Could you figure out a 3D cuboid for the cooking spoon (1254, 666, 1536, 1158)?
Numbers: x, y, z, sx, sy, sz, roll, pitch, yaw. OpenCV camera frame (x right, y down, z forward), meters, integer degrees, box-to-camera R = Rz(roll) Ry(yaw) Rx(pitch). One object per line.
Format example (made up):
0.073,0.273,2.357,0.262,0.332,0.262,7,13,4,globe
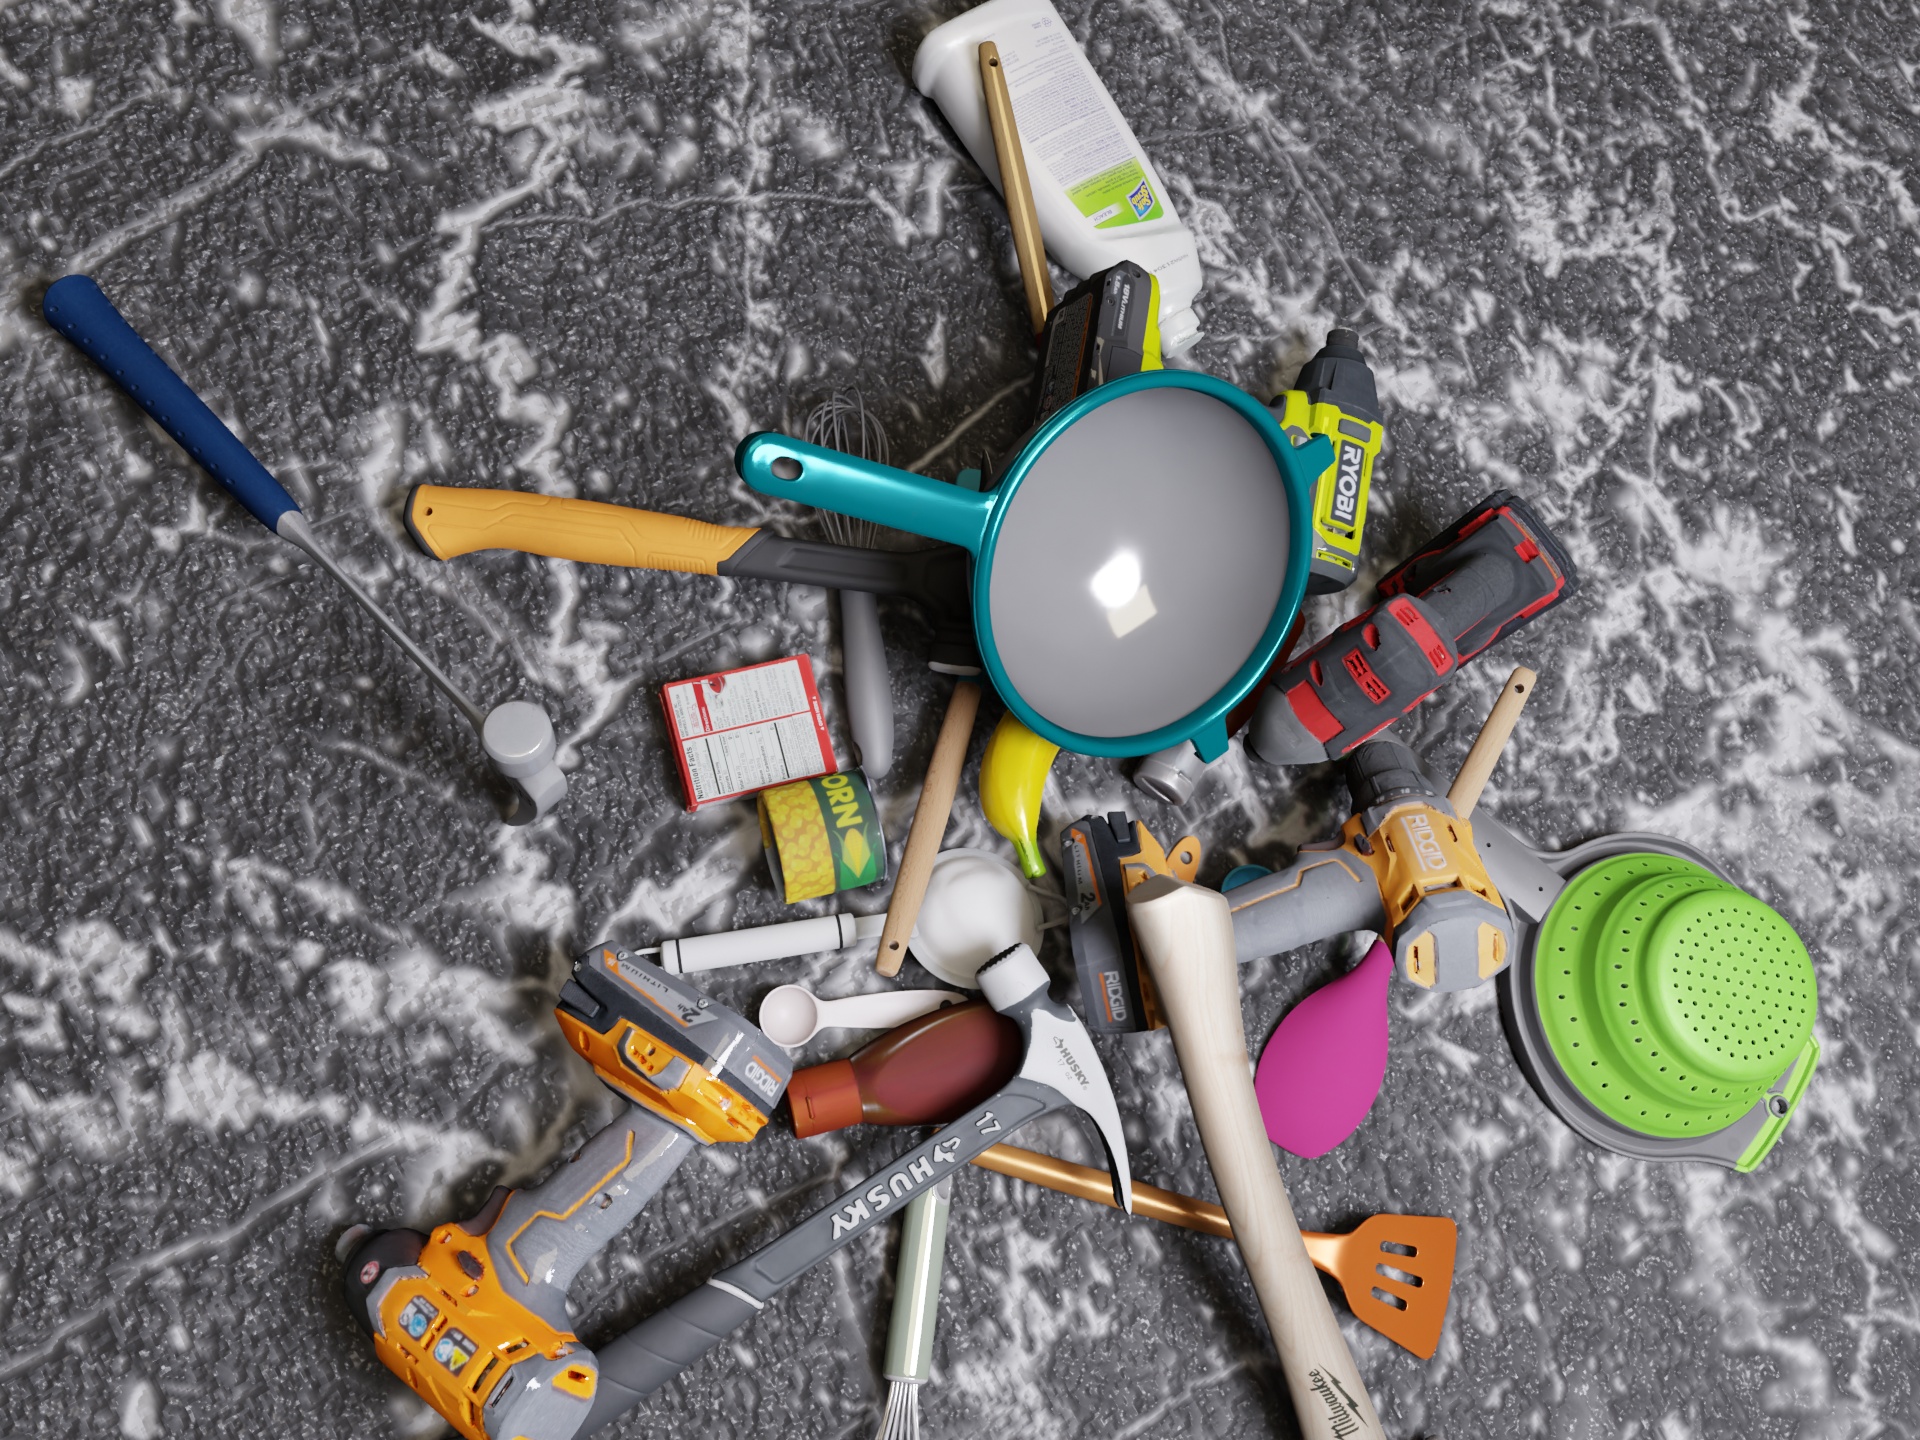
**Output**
0.264,0.110,0.941,0.069,0.017,0.319,27,86,10,cooking spoon

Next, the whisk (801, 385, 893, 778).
-0.060,-0.084,0.945,0.055,0.055,0.239,-4,81,-13,whisk

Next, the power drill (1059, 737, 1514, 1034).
0.174,0.084,0.894,0.226,0.084,0.186,-10,33,6,power drill

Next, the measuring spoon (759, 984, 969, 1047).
-0.054,0.165,0.901,0.124,0.018,0.034,0,78,-19,measuring spoon

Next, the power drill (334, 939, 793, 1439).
-0.207,0.230,0.800,0.164,0.084,0.226,22,68,31,power drill

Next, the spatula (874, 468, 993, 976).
-0.001,-0.003,0.922,0.082,0.044,0.318,17,62,-2,spatula

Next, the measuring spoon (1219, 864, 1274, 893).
0.217,0.109,0.965,0.128,0.021,0.042,0,66,-11,measuring spoon

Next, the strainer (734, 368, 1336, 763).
0.028,-0.103,0.845,0.340,0.095,0.211,12,103,-29,strainer

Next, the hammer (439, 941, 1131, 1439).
-0.095,0.287,0.819,0.409,0.036,0.149,-32,88,-9,hammer

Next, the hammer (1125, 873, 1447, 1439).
0.153,0.274,0.825,0.146,0.038,0.410,-24,104,-17,hammer

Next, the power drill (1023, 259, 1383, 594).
0.159,-0.188,0.981,0.223,0.080,0.171,15,79,-24,power drill

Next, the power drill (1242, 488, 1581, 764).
0.259,-0.045,0.935,0.219,0.143,0.078,-32,83,-41,power drill

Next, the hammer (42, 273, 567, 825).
-0.355,-0.095,0.861,0.405,0.144,0.035,43,69,11,hammer

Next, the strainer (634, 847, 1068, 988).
-0.057,0.118,0.898,0.258,0.050,0.087,-8,64,-11,strainer

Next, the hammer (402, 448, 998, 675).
-0.146,-0.107,0.908,0.337,0.034,0.127,7,87,0,hammer

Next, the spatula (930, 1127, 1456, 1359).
0.136,0.283,0.906,0.322,0.041,0.081,17,74,-3,spatula

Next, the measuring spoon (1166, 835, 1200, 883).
0.118,0.120,0.948,0.021,0.011,0.117,28,72,-4,measuring spoon

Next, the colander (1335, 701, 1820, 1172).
0.379,0.110,0.963,0.397,0.094,0.204,40,72,0,colander

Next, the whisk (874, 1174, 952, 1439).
-0.031,0.356,0.841,0.057,0.059,0.246,32,59,-49,whisk

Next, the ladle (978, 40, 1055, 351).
0.048,-0.268,0.995,0.069,0.031,0.315,-12,91,-16,ladle
